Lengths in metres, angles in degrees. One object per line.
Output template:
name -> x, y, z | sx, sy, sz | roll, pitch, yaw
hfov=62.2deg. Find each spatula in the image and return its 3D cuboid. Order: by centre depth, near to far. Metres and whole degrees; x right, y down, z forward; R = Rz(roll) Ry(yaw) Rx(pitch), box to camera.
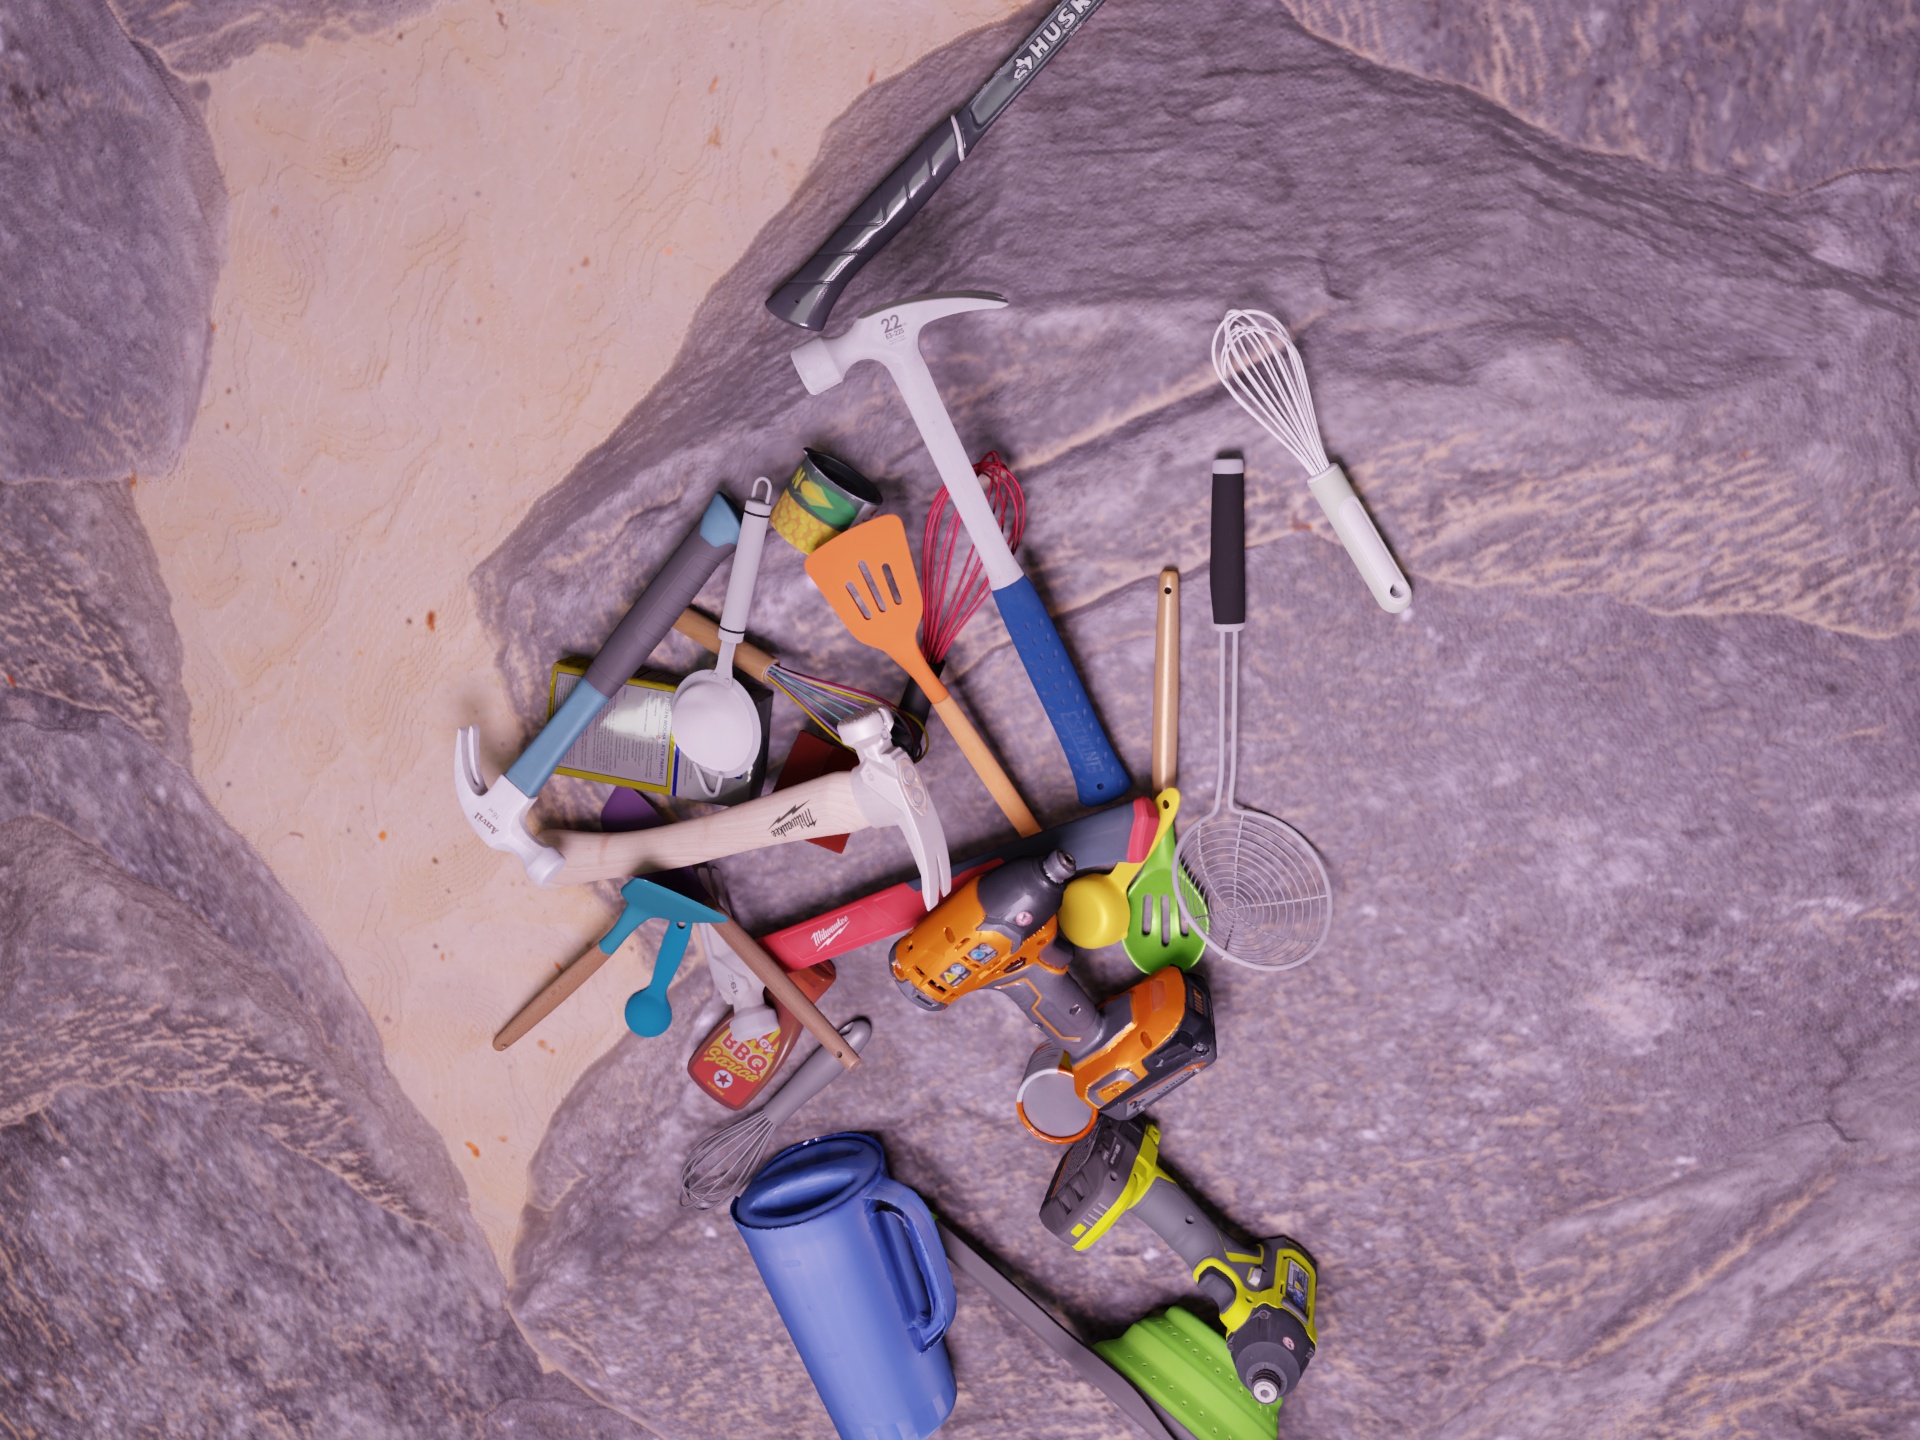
spatula -> -0.002, -0.004, 1.188 | 0.081, 0.041, 0.322 | -26, 116, 17
spatula -> -0.187, 0.164, 1.259 | 0.316, 0.018, 0.059 | 41, 110, 24
spatula -> -0.307, 0.206, 1.306 | 0.082, 0.044, 0.317 | 29, 128, -27

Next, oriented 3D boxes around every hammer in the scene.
hammer -> 0.009, -0.427, 1.112 | 0.409, 0.036, 0.149 | -42, 91, 19
hammer -> 0.035, -0.110, 1.124 | 0.144, 0.035, 0.405 | -25, 116, 4
hammer -> -0.188, 0.097, 1.217 | 0.410, 0.038, 0.146 | -14, 103, 36
hammer -> -0.032, 0.123, 1.226 | 0.386, 0.038, 0.143 | -23, 76, 20
hammer -> -0.272, -0.036, 1.232 | 0.128, 0.033, 0.331 | 40, 98, 4

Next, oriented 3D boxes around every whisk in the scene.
whisk -> 0.251, -0.181, 1.117 | 0.058, 0.059, 0.246 | -35, 100, -9
whisk -> -0.016, -0.064, 1.201 | 0.073, 0.073, 0.295 | 22, 113, 6
whisk -> -0.126, -0.029, 1.220 | 0.245, 0.051, 0.047 | 30, 86, 21
whisk -> -0.157, 0.332, 1.339 | 0.055, 0.055, 0.239 | 44, 105, -1

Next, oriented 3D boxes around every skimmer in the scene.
skimmer -> 0.210, -0.005, 1.147 | 0.127, 0.090, 0.363 | -6, 102, -21

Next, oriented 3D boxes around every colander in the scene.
colander -> 0.125, 0.490, 1.290 | 0.397, 0.204, 0.094 | 37, 75, 18

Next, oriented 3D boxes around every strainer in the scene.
strainer -> -0.176, -0.058, 1.195 | 0.087, 0.050, 0.258 | 22, 107, 24

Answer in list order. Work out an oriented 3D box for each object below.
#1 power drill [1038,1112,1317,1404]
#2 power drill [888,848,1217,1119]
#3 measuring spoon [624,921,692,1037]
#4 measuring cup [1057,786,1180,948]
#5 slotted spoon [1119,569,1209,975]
power drill -> 0.175, 0.409, 1.221 | 0.223, 0.171, 0.080 | 39, 109, 4
power drill -> 0.083, 0.187, 1.164 | 0.226, 0.084, 0.164 | 35, 120, -21
measuring spoon -> -0.253, 0.215, 1.340 | 0.042, 0.021, 0.128 | 24, 109, 5
measuring cup -> 0.120, 0.111, 1.204 | 0.062, 0.029, 0.156 | 46, 125, 28
slotted spoon -> 0.156, 0.042, 1.204 | 0.070, 0.031, 0.313 | 2, 103, 12
